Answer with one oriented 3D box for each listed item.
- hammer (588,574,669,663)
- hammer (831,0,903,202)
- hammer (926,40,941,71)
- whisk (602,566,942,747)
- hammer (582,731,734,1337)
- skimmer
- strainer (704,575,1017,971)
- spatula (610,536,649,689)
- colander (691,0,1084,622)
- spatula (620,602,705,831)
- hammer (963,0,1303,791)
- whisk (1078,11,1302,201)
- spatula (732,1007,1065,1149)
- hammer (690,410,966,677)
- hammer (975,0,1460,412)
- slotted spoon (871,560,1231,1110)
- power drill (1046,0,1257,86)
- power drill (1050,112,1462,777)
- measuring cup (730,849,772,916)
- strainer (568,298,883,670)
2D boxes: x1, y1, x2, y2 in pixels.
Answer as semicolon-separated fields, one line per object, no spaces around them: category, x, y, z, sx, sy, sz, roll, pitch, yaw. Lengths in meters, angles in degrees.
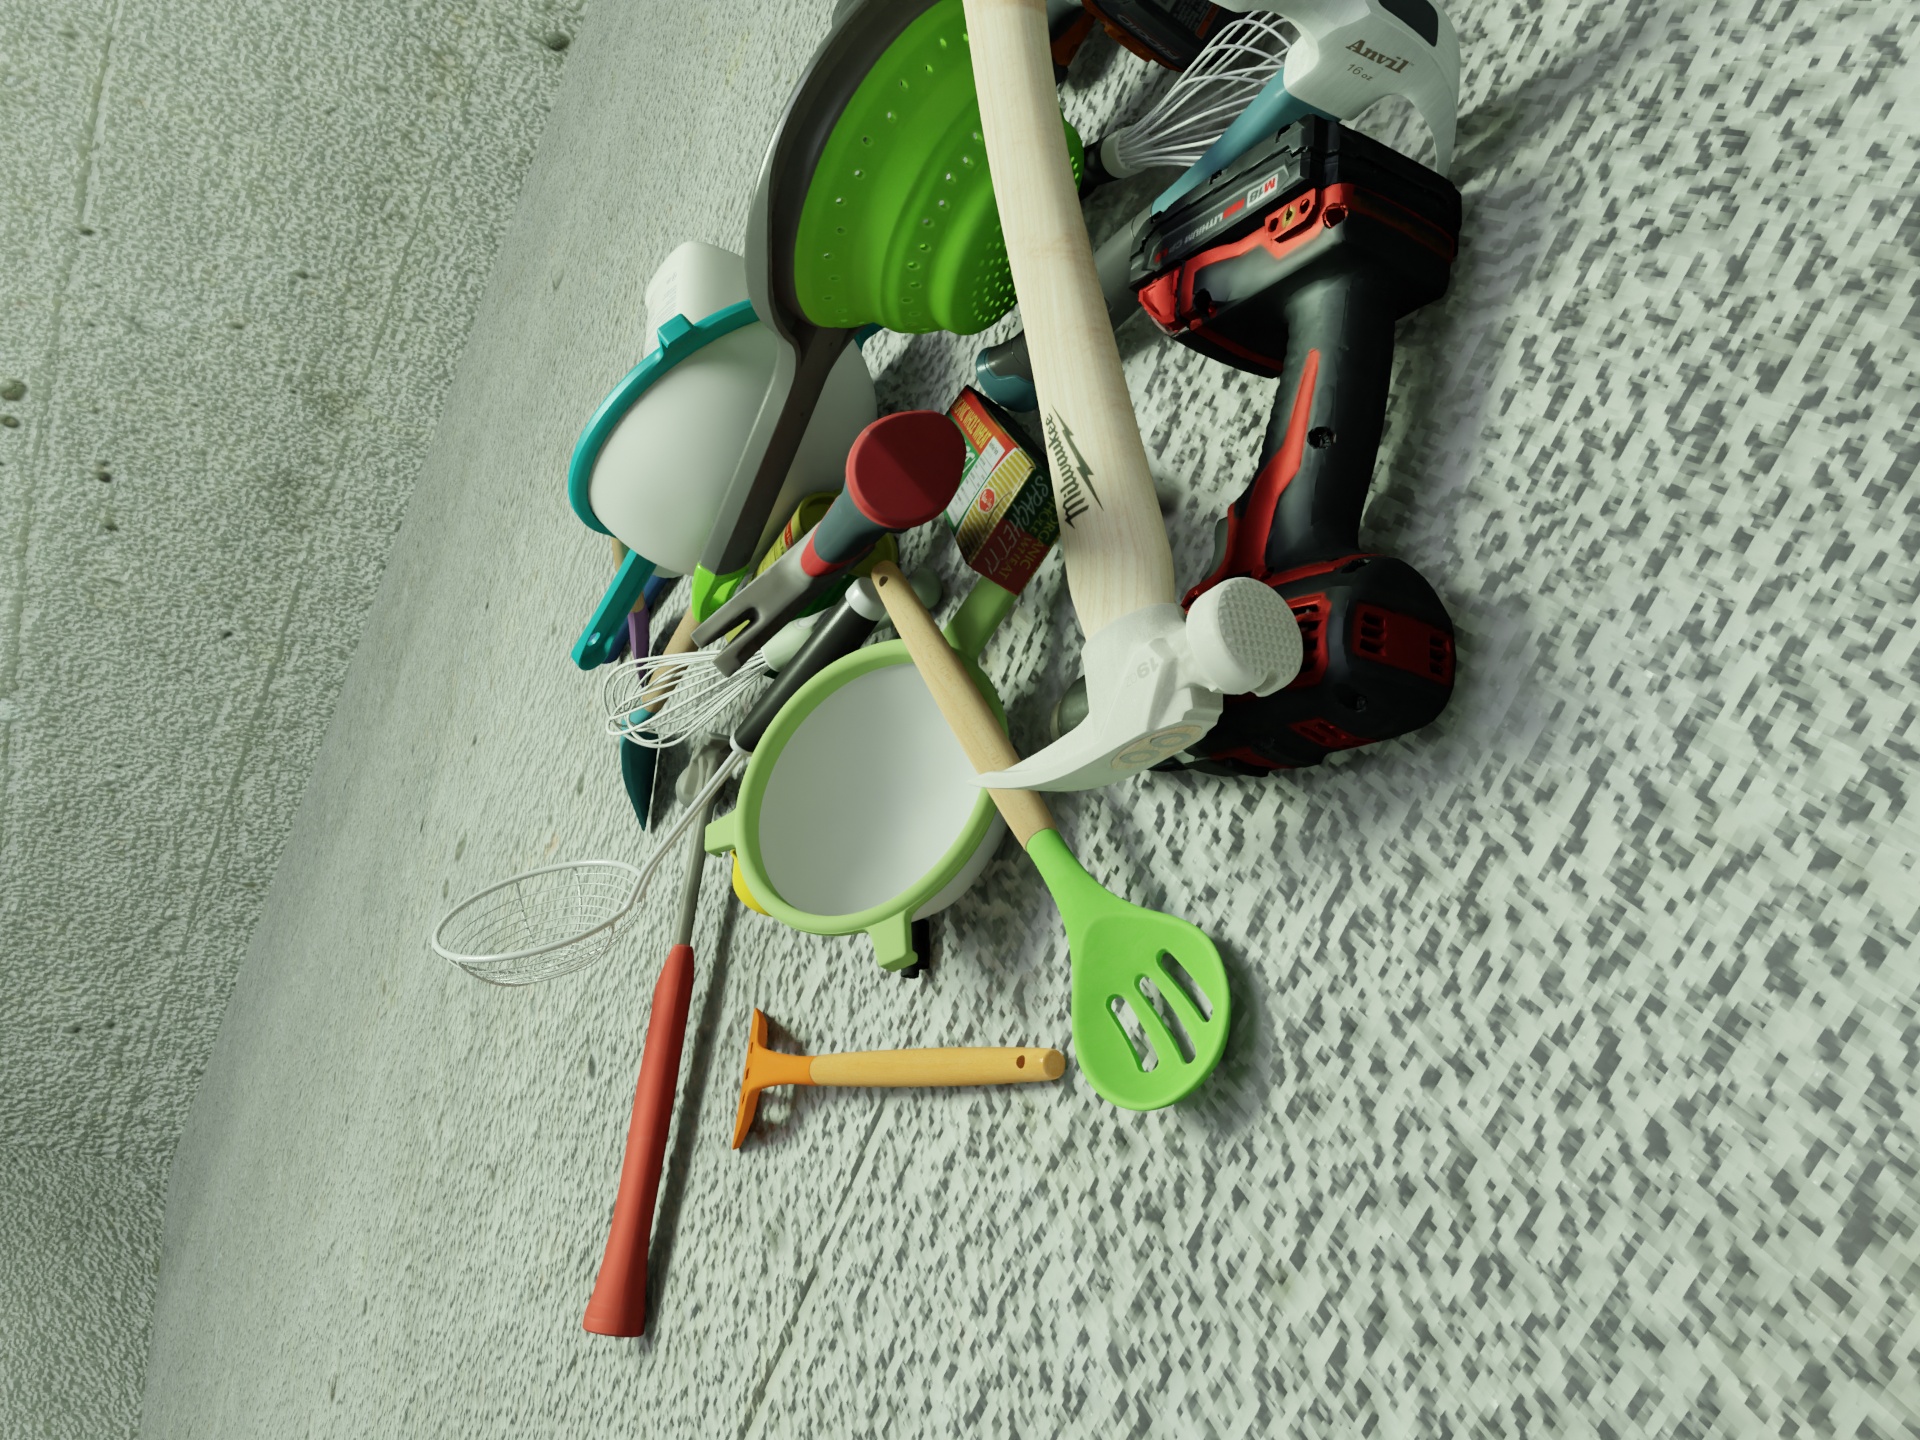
hammer;-0.202;-0.167;1.238;0.405;0.035;0.144;-45;38;41
hammer;-0.070;-0.437;1.063;0.146;0.035;0.335;-55;22;25
hammer;-0.045;-0.437;1.112;0.409;0.036;0.149;-41;40;45
whisk;-0.114;-0.038;0.923;0.246;0.059;0.058;-21;18;27
hammer;-0.178;0.187;0.973;0.149;0.036;0.359;146;134;-69
skimmer;-0.172;0.032;0.885;0.363;0.090;0.127;-47;0;29
strainer;-0.001;-0.002;0.766;0.152;0.069;0.256;25;77;42
spatula;-0.238;-0.097;1.156;0.315;0.018;0.060;112;160;-71
colander;-0.039;-0.193;0.812;0.204;0.094;0.397;-36;-22;-57
spatula;-0.190;-0.023;1.072;0.317;0.044;0.082;133;146;-54
hammer;0.028;-0.176;0.612;0.146;0.038;0.411;-33;59;49
whisk;0.095;-0.276;0.755;0.285;0.070;0.070;21;93;67
spatula;-0.048;0.173;0.786;0.322;0.041;0.081;-18;60;52
hammer;-0.060;-0.075;0.702;0.143;0.038;0.386;-41;7;-5
hammer;0.086;-0.209;0.683;0.331;0.128;0.033;152;130;-64
slotted spoon;0.025;0.031;0.665;0.070;0.031;0.314;-44;49;15
power drill;0.091;-0.407;0.802;0.164;0.084;0.227;-60;26;8
power drill;0.105;-0.087;0.606;0.188;0.080;0.227;-17;63;58
measuring cup;-0.106;0.067;0.931;0.157;0.062;0.029;-108;27;-64
strainer;-0.159;-0.116;1.014;0.095;0.211;0.340;52;129;15
